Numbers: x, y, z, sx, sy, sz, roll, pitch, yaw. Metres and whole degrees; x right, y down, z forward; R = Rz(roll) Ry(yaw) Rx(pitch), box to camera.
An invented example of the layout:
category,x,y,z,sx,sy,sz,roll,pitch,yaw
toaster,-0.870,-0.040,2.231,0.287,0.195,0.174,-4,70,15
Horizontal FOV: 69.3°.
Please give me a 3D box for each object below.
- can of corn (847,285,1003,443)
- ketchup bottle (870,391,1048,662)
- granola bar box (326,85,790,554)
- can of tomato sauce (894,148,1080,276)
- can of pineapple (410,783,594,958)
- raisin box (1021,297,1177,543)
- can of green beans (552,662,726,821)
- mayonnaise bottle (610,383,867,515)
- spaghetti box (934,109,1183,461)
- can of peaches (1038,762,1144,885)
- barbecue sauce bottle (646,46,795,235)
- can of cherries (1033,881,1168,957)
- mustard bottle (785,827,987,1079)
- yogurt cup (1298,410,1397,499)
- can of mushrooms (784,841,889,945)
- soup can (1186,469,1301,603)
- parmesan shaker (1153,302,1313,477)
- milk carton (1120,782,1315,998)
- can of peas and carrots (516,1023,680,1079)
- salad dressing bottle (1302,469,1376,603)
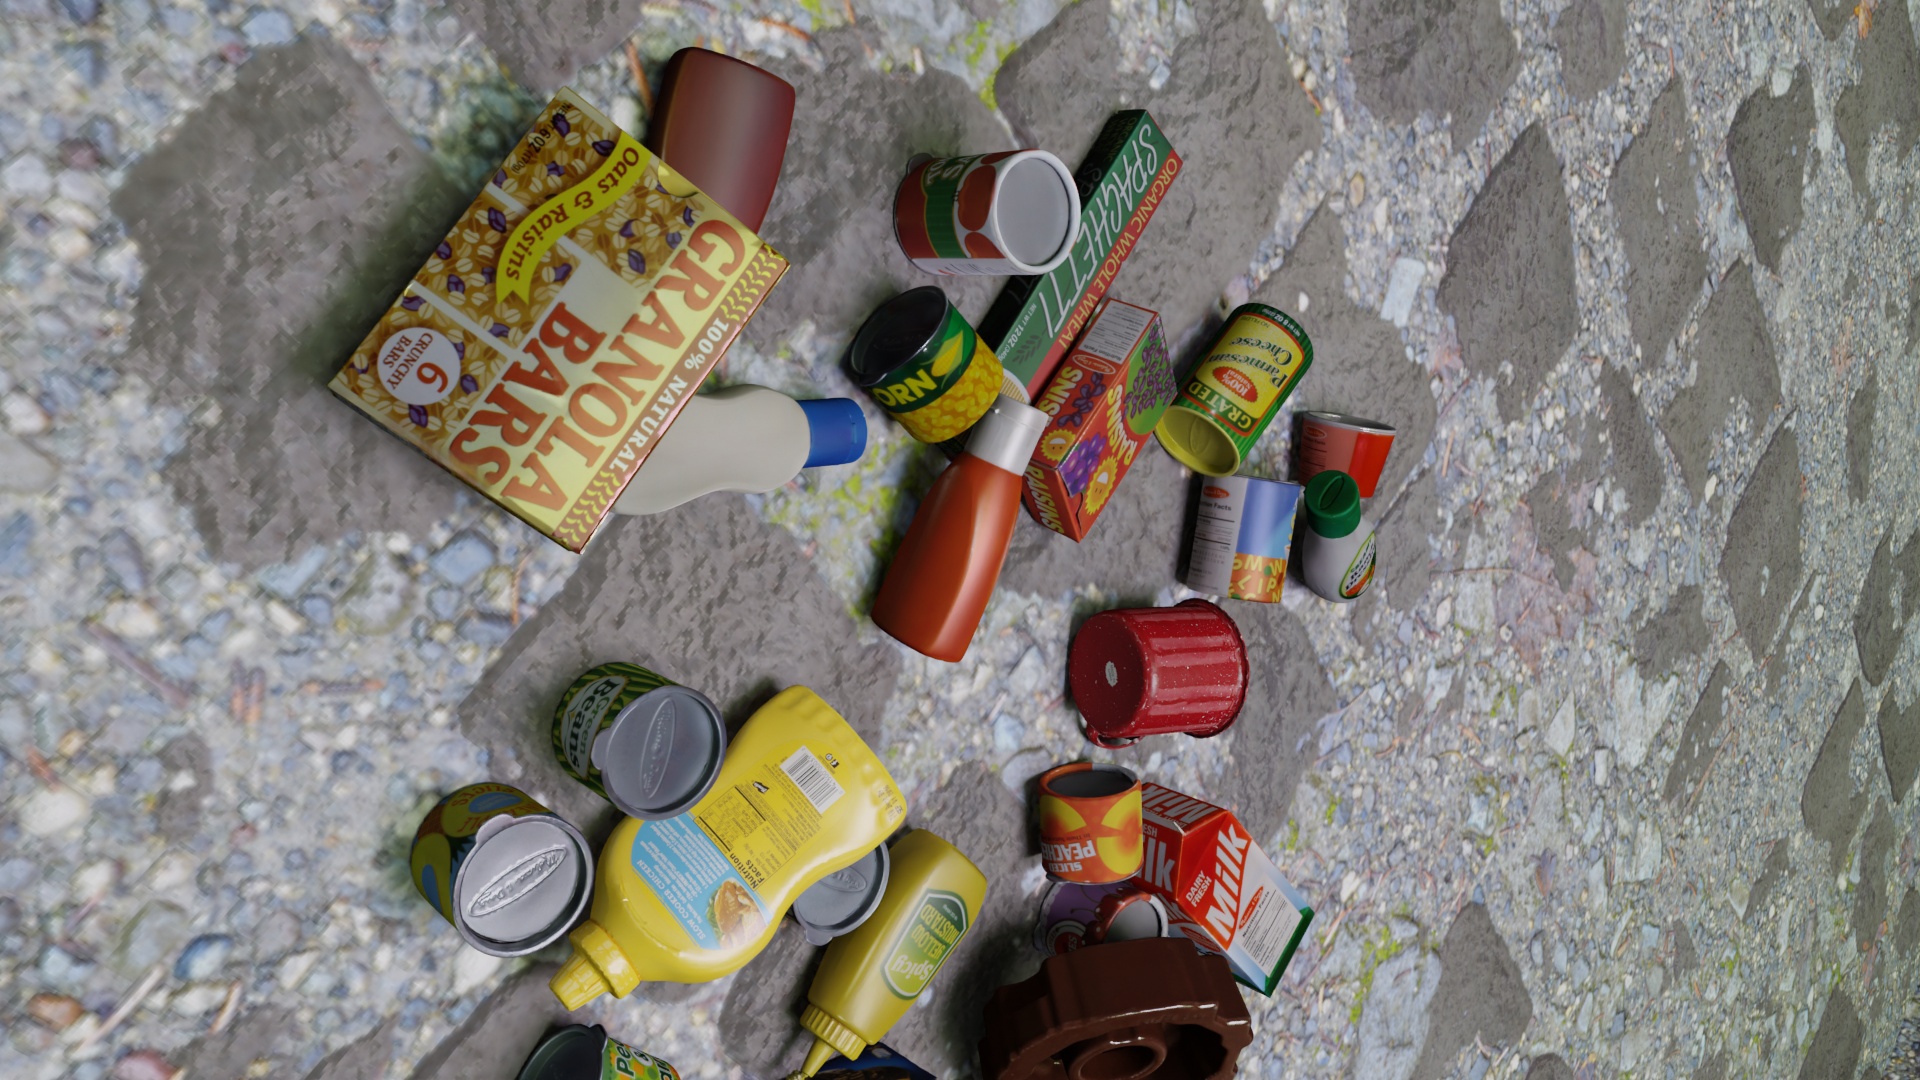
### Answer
category,x,y,z,sx,sy,sz,roll,pitch,yaw
can of corn,-0.019,-0.094,0.760,0.058,0.071,0.071,46,68,-36
ketchup bottle,0.003,-0.010,0.778,0.043,0.065,0.148,19,97,-44
granola bar box,-0.173,-0.095,0.614,0.124,0.039,0.166,37,79,-18
can of tomato sauce,0.014,-0.181,0.763,0.071,0.083,0.071,-8,103,-39
can of pineapple,-0.213,0.150,0.645,0.071,0.058,0.071,-8,102,-39
raisin box,0.083,-0.073,0.849,0.124,0.040,0.085,-56,152,-18
can of green beans,-0.158,0.097,0.682,0.071,0.058,0.071,-8,103,-39
mayonnaise bottle,-0.117,-0.051,0.704,0.148,0.041,0.064,-9,102,-40
spaghetti box,0.059,-0.153,0.841,0.050,0.028,0.251,43,70,-37
can of peaches,0.082,0.181,0.891,0.071,0.071,0.058,-12,105,-38
barbecue sauce bottle,-0.126,-0.158,0.675,0.065,0.043,0.148,14,89,-30
can of cherries,0.093,0.259,0.918,0.072,0.058,0.071,-8,102,-39
mustard bottle,-0.048,0.248,0.805,0.161,0.049,0.065,-54,128,-19
yogurt cup,0.280,-0.063,1.019,0.072,0.072,0.053,-1,106,-40
can of mushrooms,-0.077,0.188,0.781,0.071,0.033,0.071,-8,103,-39
soup can,0.196,-0.003,0.955,0.071,0.071,0.083,5,95,-40
parmesan shaker,0.181,-0.103,0.929,0.103,0.071,0.071,-52,126,-22
milk carton,0.166,0.234,0.967,0.074,0.072,0.190,-55,127,-19
can of peas and carrots,-0.179,0.280,0.690,0.058,0.071,0.071,43,70,-37
salad dressing bottle,0.270,-0.002,0.995,0.064,0.044,0.147,-55,152,-10
